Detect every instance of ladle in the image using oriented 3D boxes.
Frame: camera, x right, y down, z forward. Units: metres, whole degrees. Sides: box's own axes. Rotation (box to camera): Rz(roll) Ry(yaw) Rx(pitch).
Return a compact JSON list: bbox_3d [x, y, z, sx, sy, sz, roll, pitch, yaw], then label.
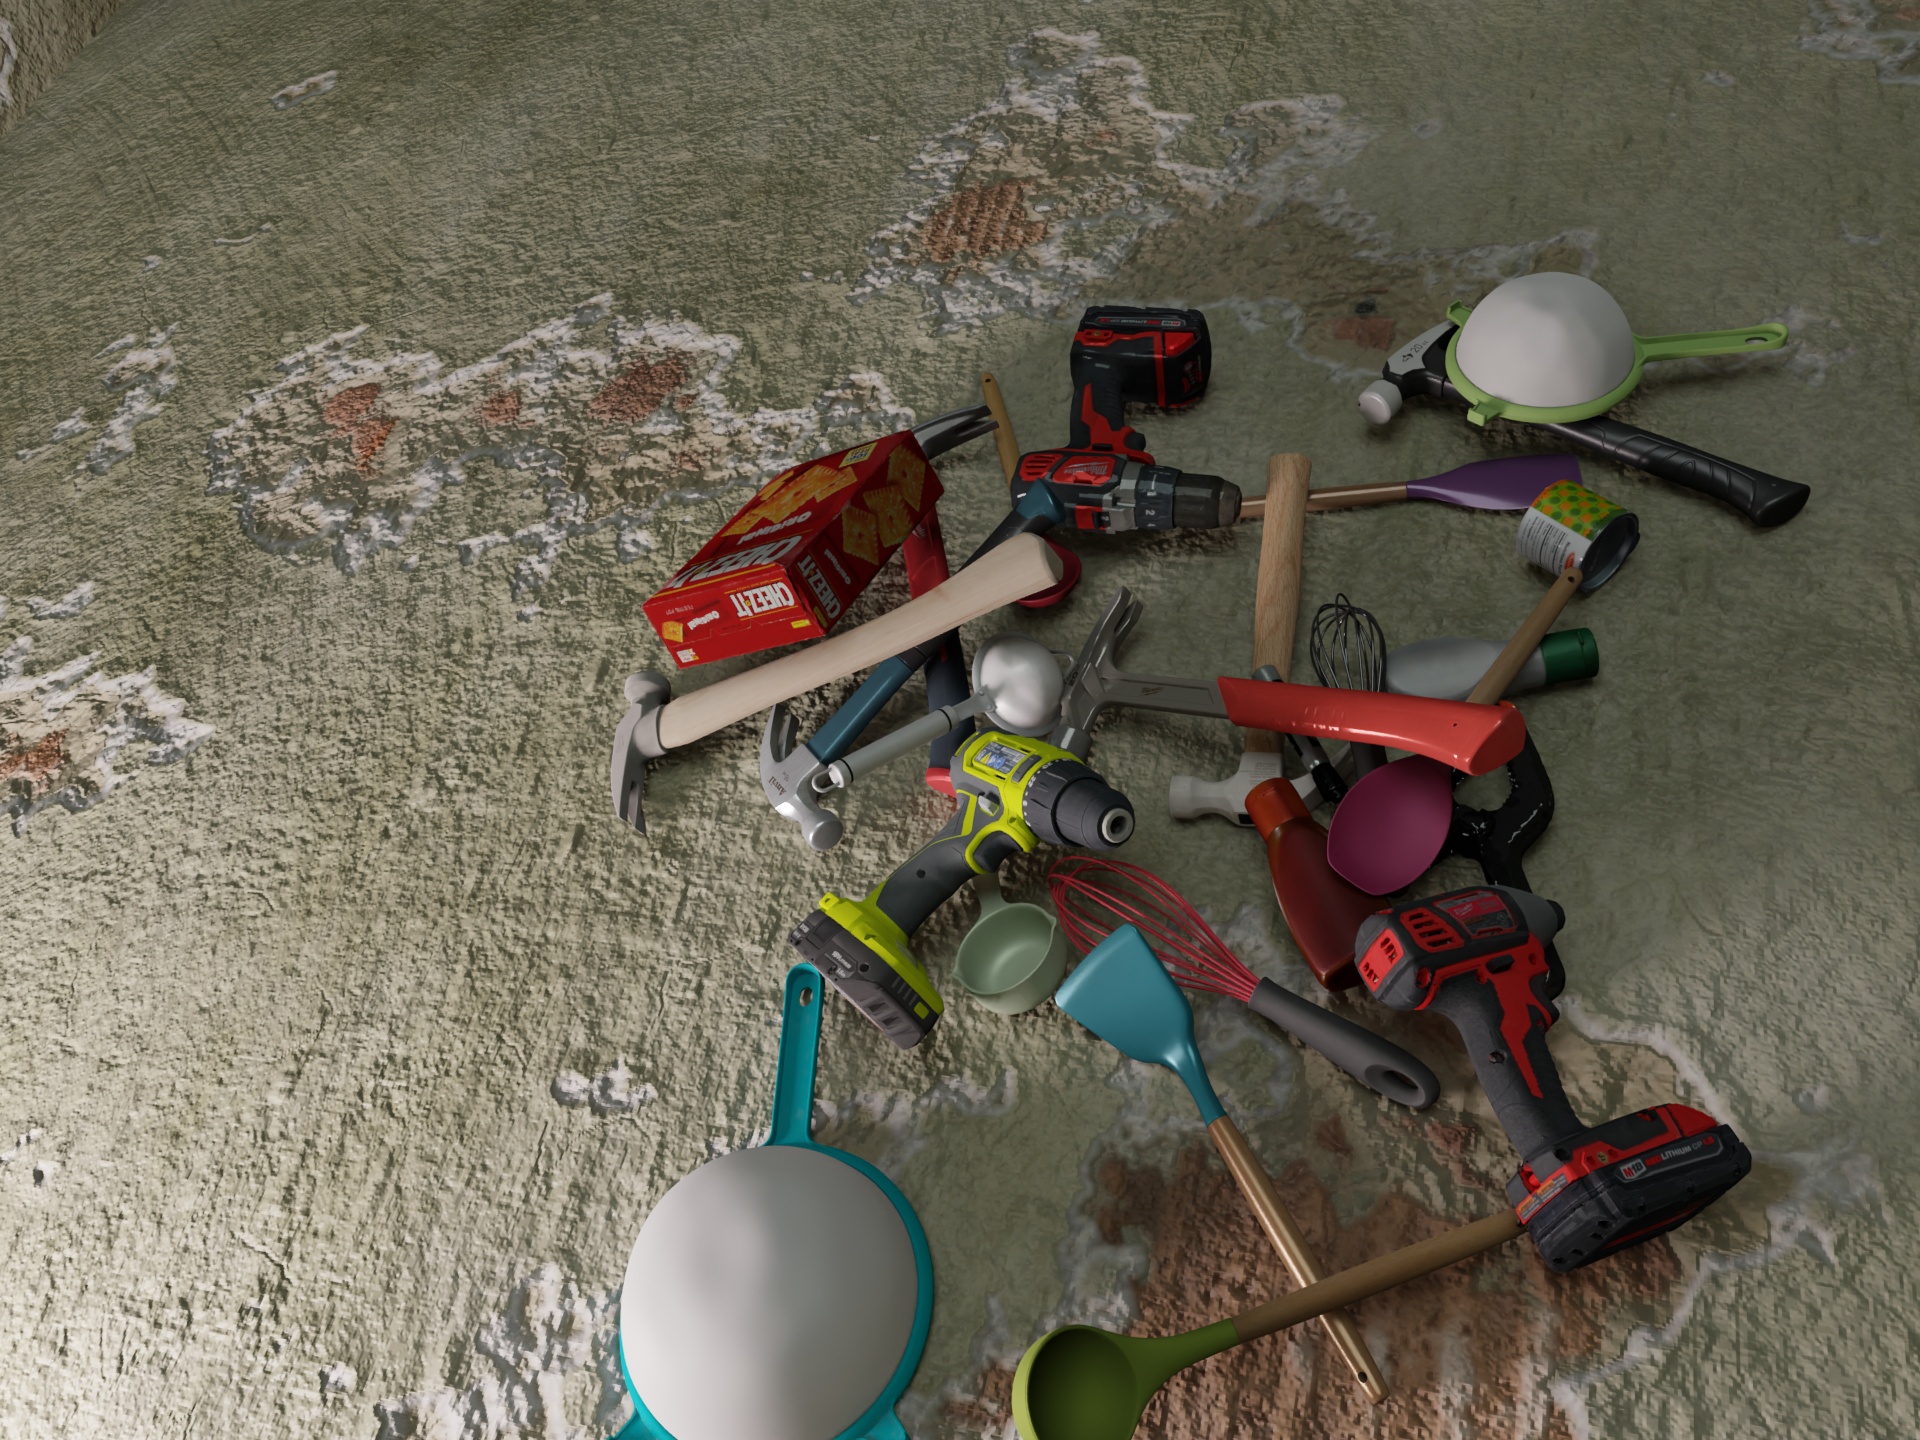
[{"bbox_3d":[0.049,-0.206,1.390,0.069,0.031,0.316,-15,49,4],"label":"ladle"},{"bbox_3d":[0.181,0.335,0.892,0.320,0.062,0.078,-21,80,-1],"label":"ladle"}]

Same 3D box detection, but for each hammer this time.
[{"bbox_3d":[-0.035,-0.056,1.246,0.331,0.033,0.128,-48,48,1],"label":"hammer"},{"bbox_3d":[-0.009,-0.104,1.313,0.143,0.038,0.387,-22,51,15],"label":"hammer"},{"bbox_3d":[-0.105,-0.038,1.232,0.410,0.038,0.146,-22,49,24],"label":"hammer"},{"bbox_3d":[0.242,-0.070,1.209,0.130,0.031,0.332,1,59,18],"label":"hammer"},{"bbox_3d":[0.496,-0.233,1.254,0.335,0.035,0.146,31,61,31],"label":"hammer"},{"bbox_3d":[0.219,-0.018,1.105,0.359,0.036,0.149,8,65,46],"label":"hammer"}]

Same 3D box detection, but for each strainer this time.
[{"bbox_3d":[-0.126,0.297,1.023,0.211,0.095,0.341,-7,54,13],"label":"strainer"},{"bbox_3d":[-0.002,-0.004,1.191,0.258,0.050,0.087,-27,87,-28],"label":"strainer"},{"bbox_3d":[0.515,-0.309,1.246,0.256,0.069,0.152,-3,50,10],"label":"strainer"}]

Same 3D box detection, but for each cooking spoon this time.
[{"bbox_3d":[0.345,-0.002,1.078,0.069,0.017,0.319,36,64,15],"label":"cooking spoon"}]

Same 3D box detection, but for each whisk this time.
[{"bbox_3d":[0.179,0.170,1.047,0.296,0.073,0.073,28,67,27],"label":"whisk"},{"bbox_3d":[0.280,0.013,1.094,0.055,0.055,0.239,-9,57,11],"label":"whisk"}]

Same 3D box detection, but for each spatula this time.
[{"bbox_3d":[0.334,-0.181,1.284,0.316,0.018,0.060,-4,51,14],"label":"spatula"},{"bbox_3d":[0.164,0.271,0.981,0.082,0.044,0.318,-49,50,23],"label":"spatula"}]

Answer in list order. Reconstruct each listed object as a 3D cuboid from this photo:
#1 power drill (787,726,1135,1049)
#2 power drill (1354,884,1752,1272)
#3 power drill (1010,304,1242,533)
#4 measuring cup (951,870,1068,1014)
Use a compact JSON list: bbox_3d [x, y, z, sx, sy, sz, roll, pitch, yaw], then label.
[{"bbox_3d":[0.005,0.108,1.088,0.228,0.080,0.191,-46,27,-11],"label":"power drill"},{"bbox_3d":[0.342,0.192,0.928,0.143,0.078,0.220,-9,52,-25],"label":"power drill"},{"bbox_3d":[0.157,-0.246,1.341,0.188,0.080,0.227,7,54,18],"label":"power drill"},{"bbox_3d":[0.031,0.143,1.133,0.083,0.038,0.168,-30,33,9],"label":"measuring cup"}]
